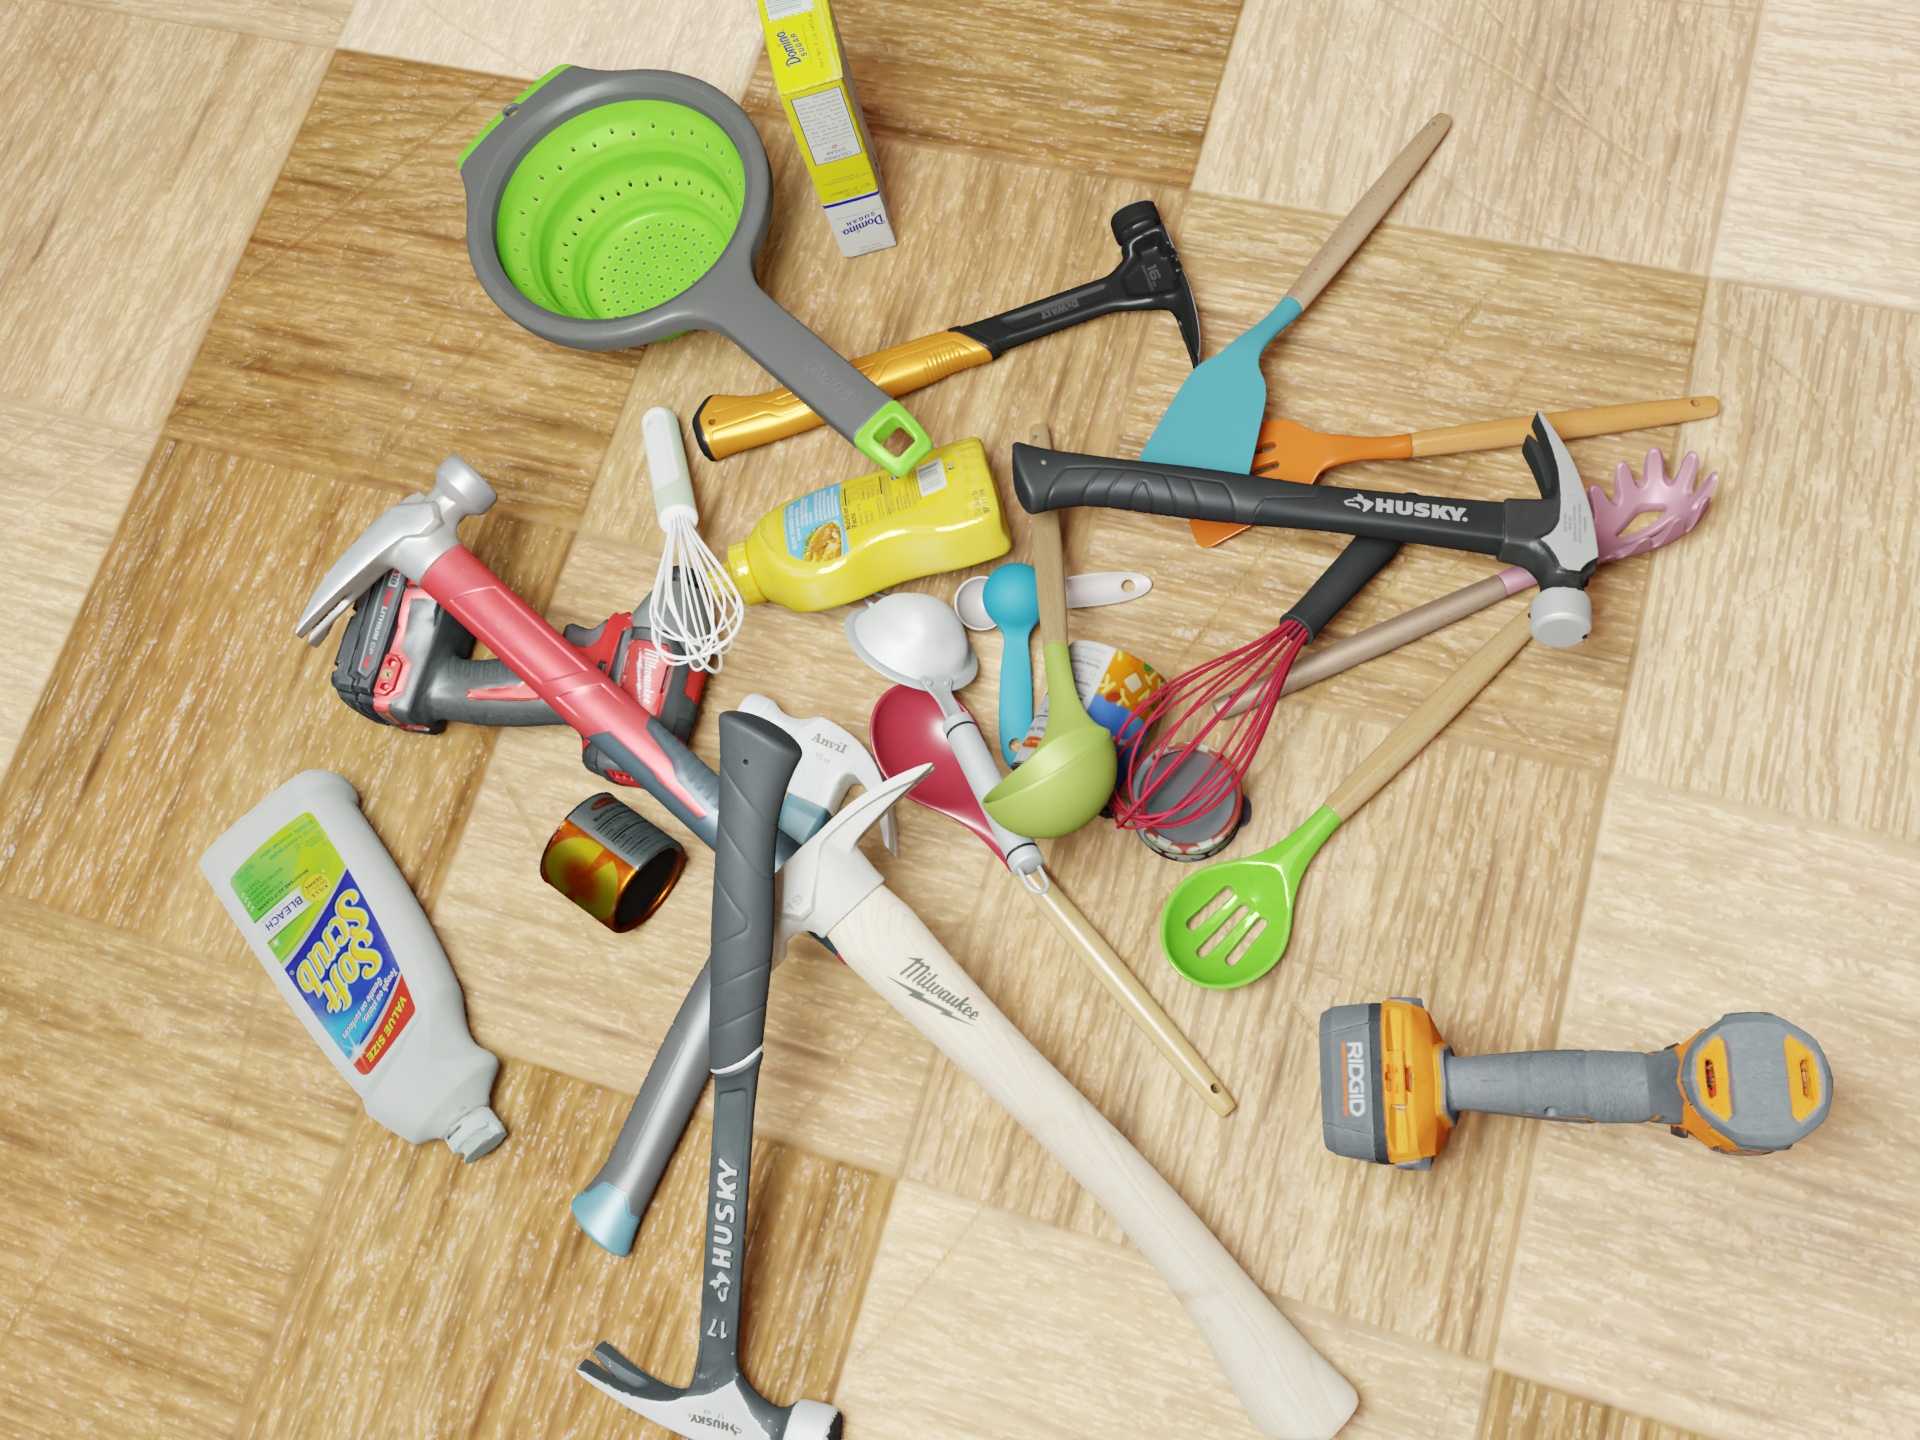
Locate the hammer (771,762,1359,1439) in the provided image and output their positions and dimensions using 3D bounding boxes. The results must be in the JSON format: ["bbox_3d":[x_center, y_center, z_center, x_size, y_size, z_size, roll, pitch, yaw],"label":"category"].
[{"bbox_3d":[0.062,0.209,0.851,0.146,0.038,0.411,-44,84,-3],"label":"hammer"}]

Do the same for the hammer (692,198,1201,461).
[{"bbox_3d":[-0.012,-0.232,1.040,0.337,0.034,0.127,-18,70,3],"label":"hammer"}]

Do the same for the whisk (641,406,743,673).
[{"bbox_3d":[-0.175,-0.120,0.988,0.058,0.059,0.247,-26,47,8],"label":"whisk"}]

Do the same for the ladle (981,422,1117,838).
[{"bbox_3d":[0.047,-0.068,0.922,0.078,0.062,0.320,-28,45,29],"label":"ladle"}]

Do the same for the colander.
[{"bbox_3d":[-0.159,-0.270,1.040,0.397,0.094,0.204,42,83,19],"label":"colander"}]

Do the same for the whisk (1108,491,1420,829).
[{"bbox_3d":[0.182,-0.040,0.917,0.073,0.073,0.296,38,67,17],"label":"whisk"}]

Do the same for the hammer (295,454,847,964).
[{"bbox_3d":[-0.209,0.016,0.928,0.386,0.038,0.143,41,81,8],"label":"hammer"}]

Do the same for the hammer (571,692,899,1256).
[{"bbox_3d":[-0.141,0.152,0.944,0.128,0.033,0.331,22,78,15],"label":"hammer"}]

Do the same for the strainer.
[{"bbox_3d":[-0.001,-0.003,0.926,0.086,0.050,0.259,-1,48,-32],"label":"strainer"}]

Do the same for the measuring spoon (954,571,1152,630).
[{"bbox_3d":[0.058,-0.077,0.996,0.124,0.018,0.034,-7,84,0],"label":"measuring spoon"}]

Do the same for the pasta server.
[{"bbox_3d":[0.295,-0.074,0.944,0.316,0.040,0.060,-24,46,3],"label":"pasta server"}]

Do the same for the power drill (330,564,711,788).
[{"bbox_3d":[-0.265,-0.044,1.002,0.219,0.078,0.143,11,77,9],"label":"power drill"}]

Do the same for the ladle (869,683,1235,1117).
[{"bbox_3d":[0.053,0.103,0.932,0.069,0.031,0.315,-34,73,-20],"label":"ladle"}]

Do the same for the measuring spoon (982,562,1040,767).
[{"bbox_3d":[0.034,-0.035,0.970,0.042,0.021,0.129,0,83,1],"label":"measuring spoon"}]

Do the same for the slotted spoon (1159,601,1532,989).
[{"bbox_3d":[0.236,0.038,0.925,0.314,0.031,0.070,-43,72,-7],"label":"slotted spoon"}]

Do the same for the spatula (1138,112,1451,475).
[{"bbox_3d":[0.227,-0.274,1.014,0.082,0.044,0.317,25,69,40],"label":"spatula"}]

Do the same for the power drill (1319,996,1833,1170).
[{"bbox_3d":[0.309,0.189,0.813,0.226,0.164,0.084,-5,72,20],"label":"power drill"}]

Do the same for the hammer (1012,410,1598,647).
[{"bbox_3d":[0.194,-0.130,0.924,0.335,0.035,0.146,8,59,7],"label":"hammer"}]

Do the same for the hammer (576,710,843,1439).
[{"bbox_3d":[-0.124,0.197,0.844,0.149,0.036,0.409,7,100,14],"label":"hammer"}]

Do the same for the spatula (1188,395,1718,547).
[{"bbox_3d":[0.299,-0.169,0.981,0.322,0.041,0.081,-7,70,2],"label":"spatula"}]
